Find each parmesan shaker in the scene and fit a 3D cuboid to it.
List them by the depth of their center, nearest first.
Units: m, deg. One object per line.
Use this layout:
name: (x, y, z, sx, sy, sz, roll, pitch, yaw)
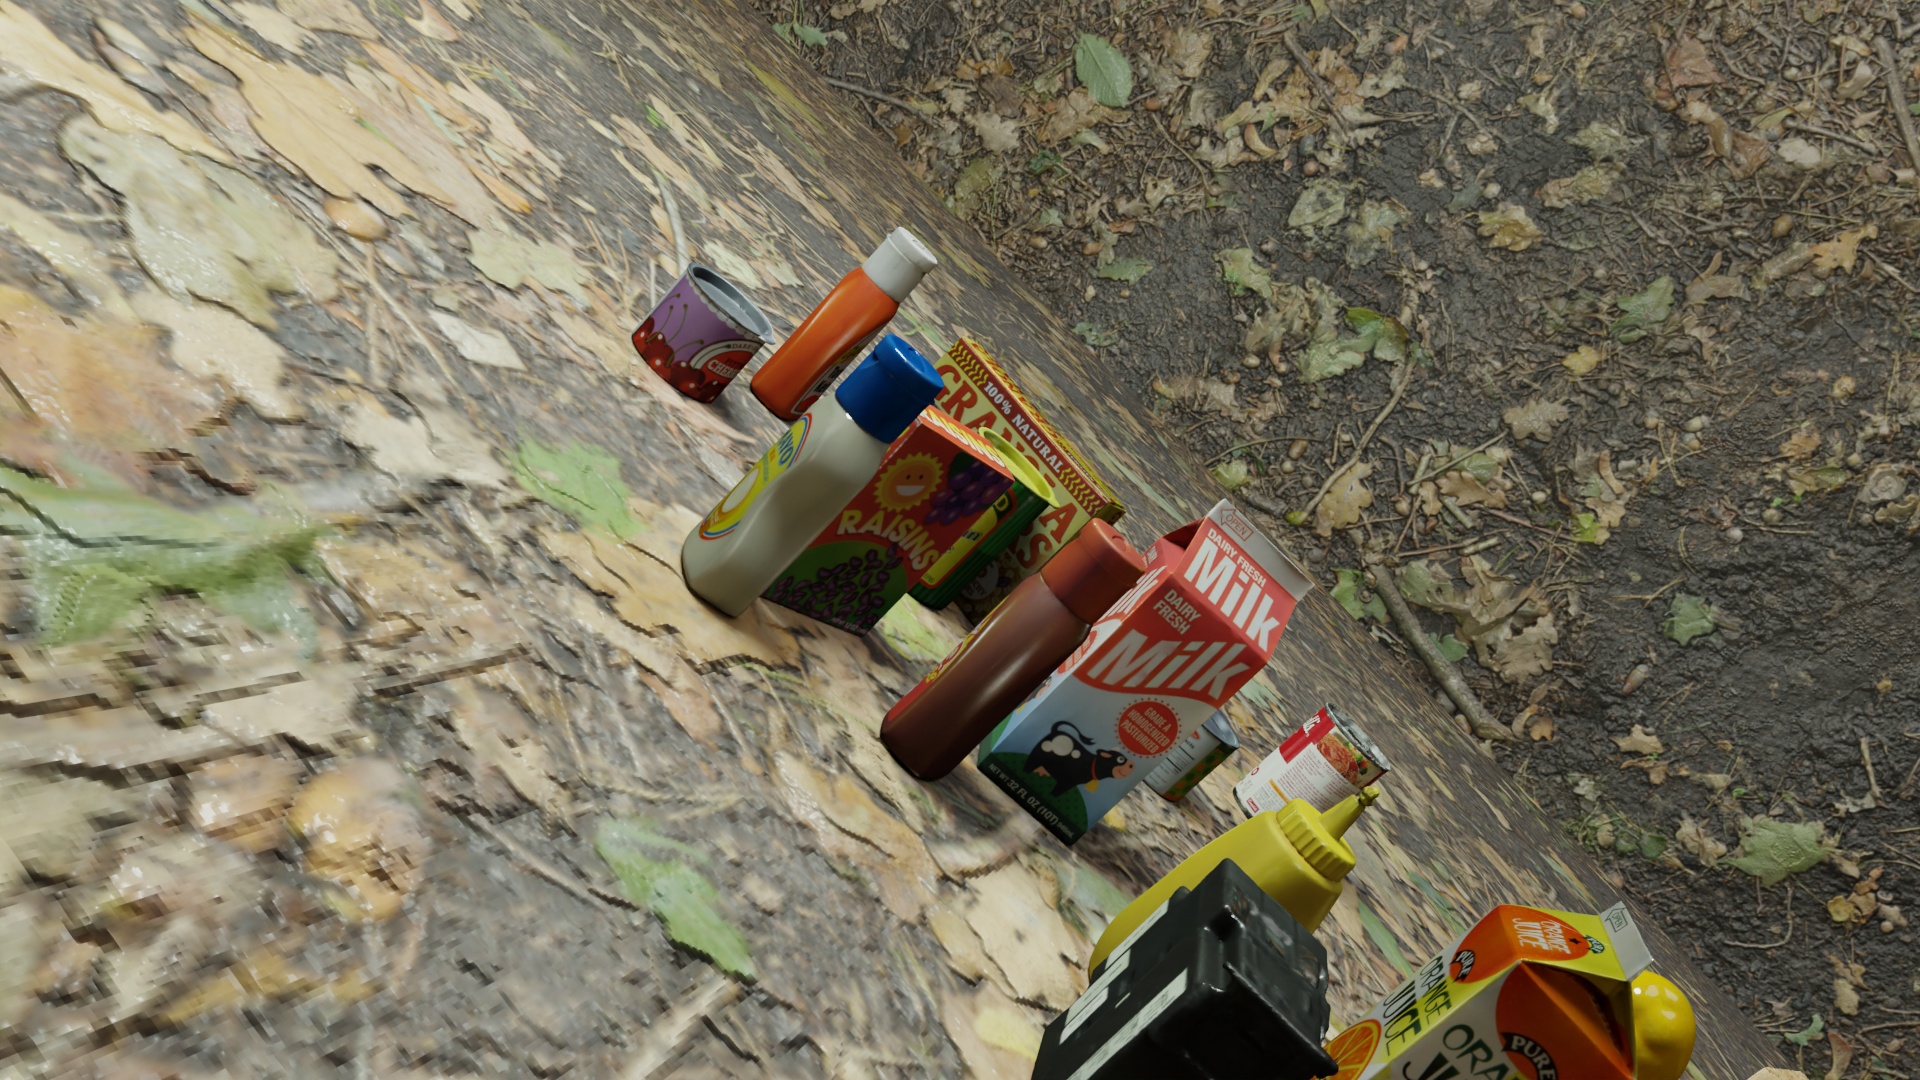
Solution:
parmesan shaker: (0.003, -0.011, 0.884, 0.071, 0.103, 0.071, 41, 14, -13)

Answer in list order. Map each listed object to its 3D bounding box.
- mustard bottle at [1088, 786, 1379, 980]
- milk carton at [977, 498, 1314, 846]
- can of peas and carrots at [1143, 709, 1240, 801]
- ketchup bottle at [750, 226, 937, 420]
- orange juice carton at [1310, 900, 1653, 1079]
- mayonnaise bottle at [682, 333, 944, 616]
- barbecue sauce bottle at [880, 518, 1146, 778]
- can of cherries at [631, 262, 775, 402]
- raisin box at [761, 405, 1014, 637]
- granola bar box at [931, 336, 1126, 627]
mustard bottle: (0.131, 0.164, 0.631, 0.065, 0.160, 0.049, 39, 15, -22)
milk carton: (0.099, 0.067, 0.754, 0.072, 0.190, 0.074, 42, 14, -8)
can of peas and carrots: (0.150, 0.137, 0.960, 0.071, 0.058, 0.071, 41, 15, -13)
ketchup bottle: (-0.079, -0.149, 0.951, 0.043, 0.148, 0.065, 44, 14, -1)
orange juice carton: (0.240, 0.241, 0.649, 0.073, 0.192, 0.072, 46, 14, 7)
mayonnaise bottle: (-0.070, -0.033, 0.655, 0.041, 0.148, 0.065, 38, 15, -25)
barbecue sauce bottle: (0.027, 0.053, 0.681, 0.044, 0.148, 0.065, 46, 14, 7)
can of cherries: (-0.157, -0.126, 0.856, 0.071, 0.058, 0.072, 41, 15, -13)
raisin box: (-0.044, -0.014, 0.725, 0.086, 0.123, 0.040, 29, 21, -47)
granola bar box: (0.014, -0.039, 0.947, 0.166, 0.124, 0.039, 51, 15, 23)
